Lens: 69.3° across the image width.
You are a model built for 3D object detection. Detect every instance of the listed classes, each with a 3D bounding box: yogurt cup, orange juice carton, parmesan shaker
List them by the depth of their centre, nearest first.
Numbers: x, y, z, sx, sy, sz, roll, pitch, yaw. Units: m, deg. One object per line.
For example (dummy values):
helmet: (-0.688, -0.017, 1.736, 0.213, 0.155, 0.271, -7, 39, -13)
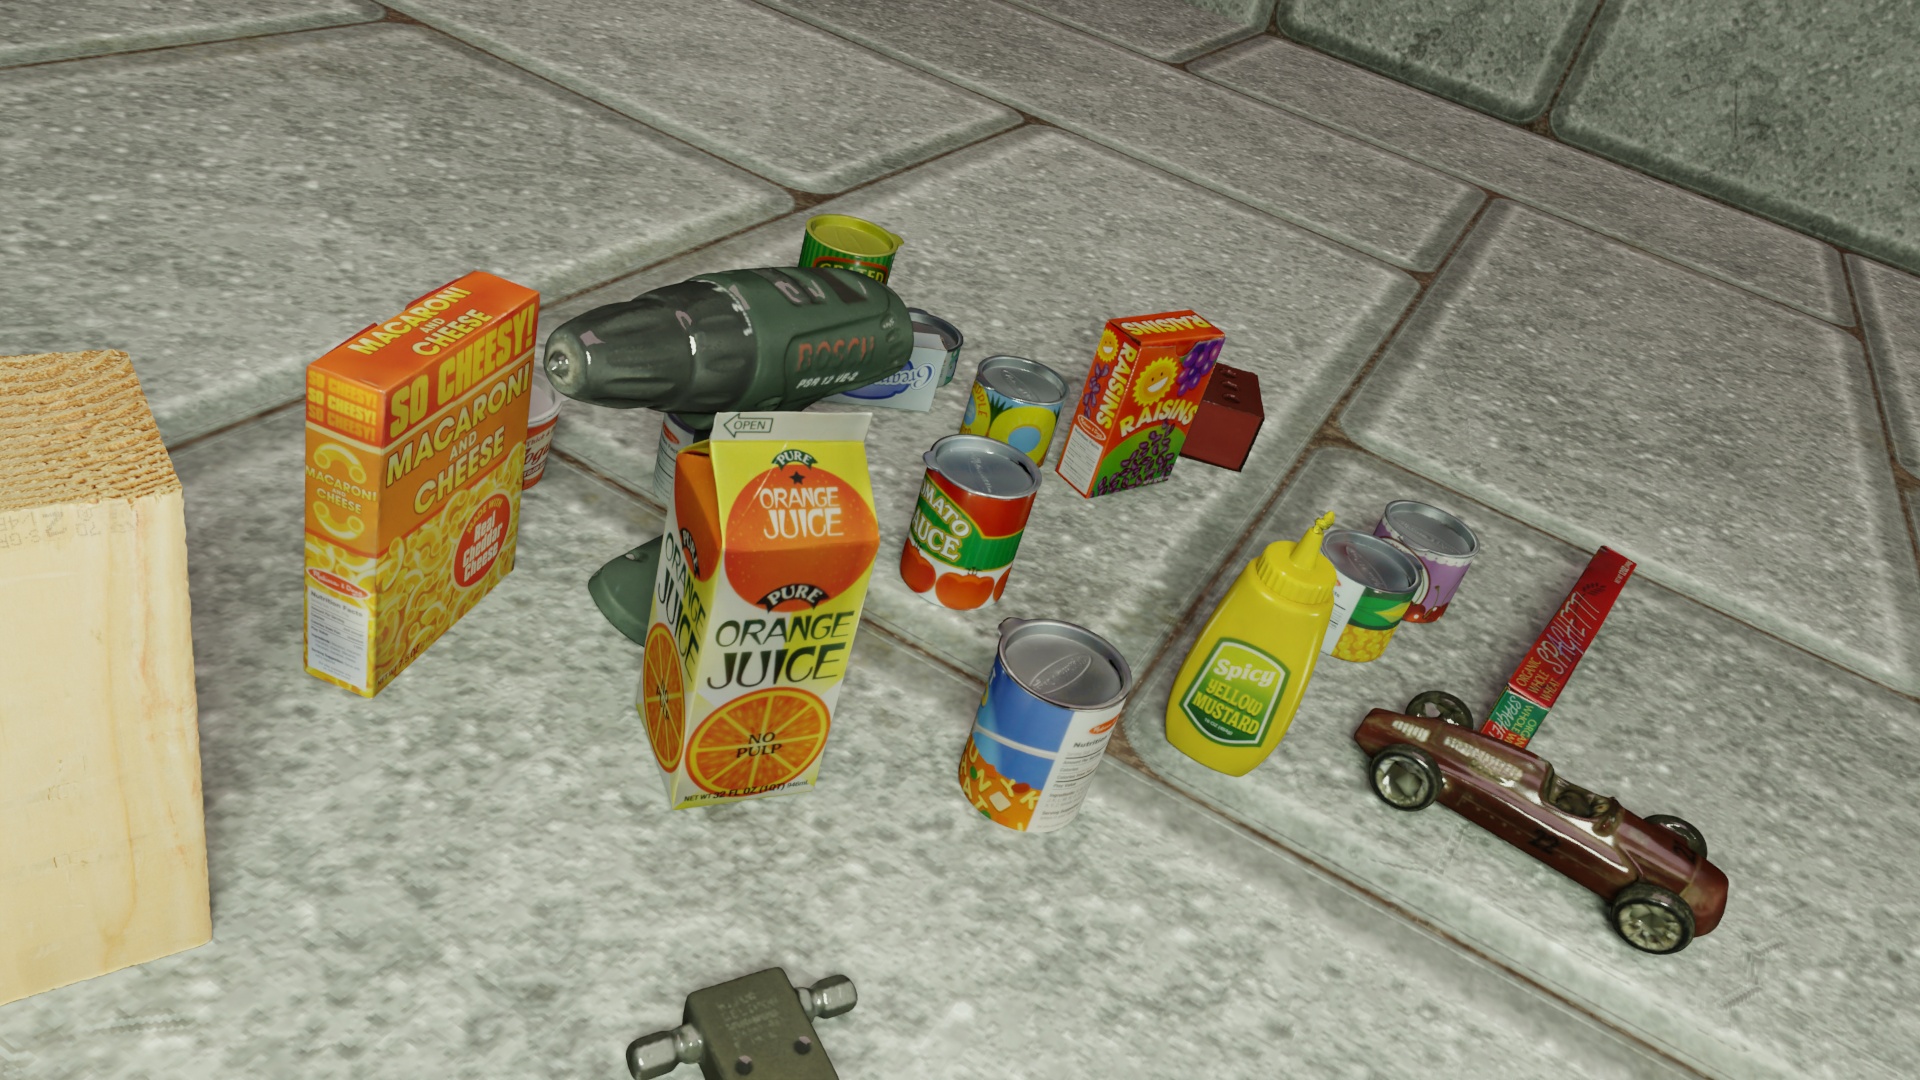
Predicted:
orange juice carton: (-0.091, 0.024, 0.619, 0.072, 0.191, 0.073, -3, 37, -28)
yogurt cup: (-0.266, -0.063, 0.797, 0.072, 0.053, 0.073, 12, 33, -8)
parmesan shaker: (-0.086, -0.173, 0.999, 0.071, 0.102, 0.072, 12, 33, -8)

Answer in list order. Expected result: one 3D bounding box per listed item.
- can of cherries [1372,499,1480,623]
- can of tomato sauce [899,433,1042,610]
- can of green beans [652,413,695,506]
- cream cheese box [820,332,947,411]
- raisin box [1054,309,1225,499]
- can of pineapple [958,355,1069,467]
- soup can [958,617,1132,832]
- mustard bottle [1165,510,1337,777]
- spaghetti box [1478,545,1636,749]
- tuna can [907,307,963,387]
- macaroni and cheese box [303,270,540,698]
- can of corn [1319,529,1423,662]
can of cherries: (0.306, 0.015, 0.939, 0.071, 0.058, 0.072, 12, 33, -8)
can of tomato sauce: (0.003, -0.010, 0.815, 0.071, 0.082, 0.071, 12, 33, -8)
can of green beans: (-0.148, -0.053, 0.833, 0.071, 0.057, 0.071, 12, 33, -8)
cream cheese box: (-0.066, -0.123, 0.979, 0.104, 0.053, 0.024, 4, 35, -20)
raisin box: (0.123, -0.094, 0.959, 0.086, 0.122, 0.040, -12, 42, -37)
can of pineapple: (0.035, -0.089, 0.970, 0.071, 0.057, 0.071, 12, 33, -8)
soup can: (0.038, 0.089, 0.681, 0.071, 0.083, 0.072, 12, 33, -8)
mustard bottle: (0.158, 0.050, 0.725, 0.065, 0.159, 0.049, 25, 33, 13)
spaghetti box: (0.391, 0.069, 0.904, 0.029, 0.050, 0.251, 32, 36, 22)
tuna can: (-0.034, -0.146, 1.047, 0.071, 0.032, 0.071, 12, 33, -8)
macaroni and cheese box: (-0.251, -0.028, 0.648, 0.040, 0.165, 0.124, 21, 33, 5)
can of corn: (0.252, 0.035, 0.884, 0.071, 0.058, 0.071, 12, 33, -8)
